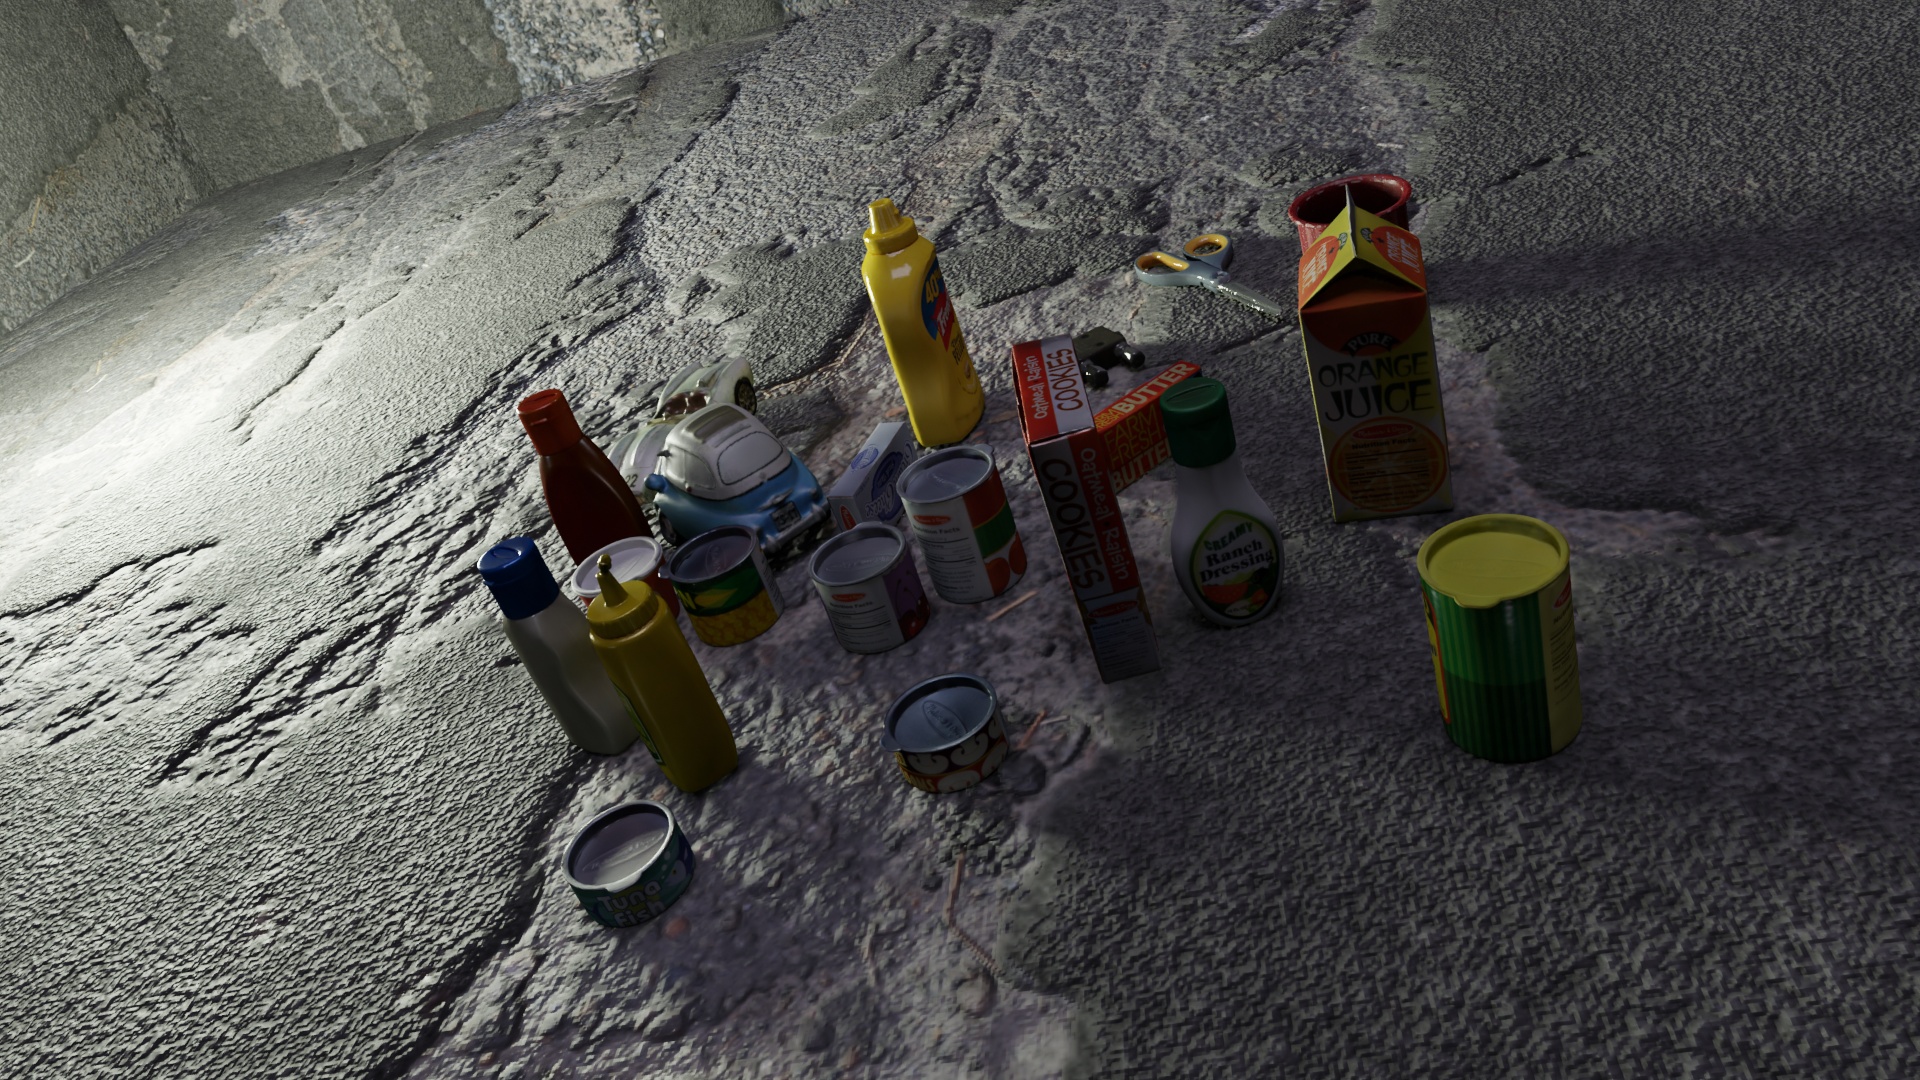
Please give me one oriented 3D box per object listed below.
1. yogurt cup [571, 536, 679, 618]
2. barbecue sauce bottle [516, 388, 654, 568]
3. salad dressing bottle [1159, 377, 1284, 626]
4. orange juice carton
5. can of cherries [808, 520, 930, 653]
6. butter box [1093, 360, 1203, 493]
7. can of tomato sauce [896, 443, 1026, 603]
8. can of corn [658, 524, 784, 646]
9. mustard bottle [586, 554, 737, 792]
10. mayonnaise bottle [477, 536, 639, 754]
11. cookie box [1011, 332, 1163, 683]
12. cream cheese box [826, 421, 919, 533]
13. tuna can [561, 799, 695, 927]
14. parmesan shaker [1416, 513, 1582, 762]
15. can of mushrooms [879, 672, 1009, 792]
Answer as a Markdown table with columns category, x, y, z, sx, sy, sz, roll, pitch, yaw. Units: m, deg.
| category | x | y | z | sx | sy | sz | roll | pitch | yaw |
| --- | --- | --- | --- | --- | --- | --- | --- | --- | --- |
| yogurt cup | -0.237 | 0.038 | 0.997 | 0.072 | 0.053 | 0.073 | -14 | 31 | 9 |
| barbecue sauce bottle | -0.290 | -0.044 | 1.062 | 0.065 | 0.148 | 0.044 | -16 | 31 | 5 |
| salad dressing bottle | 0.145 | -0.021 | 0.790 | 0.064 | 0.147 | 0.044 | -19 | 31 | 1 |
| orange juice carton | 0.247 | -0.111 | 0.832 | 0.073 | 0.191 | 0.072 | -7 | 33 | 20 |
| can of cherries | -0.057 | 0.030 | 0.907 | 0.071 | 0.058 | 0.072 | -14 | 31 | 9 |
| butter box | 0.132 | -0.080 | 0.981 | 0.104 | 0.053 | 0.024 | -33 | 33 | -21 |
| can of tomato sauce | 0.003 | -0.011 | 0.915 | 0.071 | 0.082 | 0.071 | -14 | 31 | 9 |
| can of corn | -0.164 | 0.032 | 0.961 | 0.071 | 0.058 | 0.071 | -14 | 31 | 9 |
| mustard bottle | -0.180 | 0.073 | 0.808 | 0.049 | 0.159 | 0.065 | -31 | 33 | -18 |
| mayonnaise bottle | -0.251 | 0.066 | 0.868 | 0.065 | 0.147 | 0.041 | 10 | 42 | 39 |
| cookie box | 0.072 | -0.020 | 0.810 | 0.040 | 0.166 | 0.123 | -16 | 31 | 6 |
| cream cheese box | -0.061 | -0.039 | 1.021 | 0.024 | 0.053 | 0.104 | -3 | 35 | 26 |
| tuna can | -0.182 | 0.179 | 0.766 | 0.071 | 0.032 | 0.071 | -14 | 32 | 9 |
| parmesan shaker | 0.257 | 0.049 | 0.662 | 0.071 | 0.102 | 0.072 | -14 | 31 | 9 |
| can of mushrooms | -0.009 | 0.109 | 0.781 | 0.071 | 0.033 | 0.071 | -14 | 32 | 9 |
